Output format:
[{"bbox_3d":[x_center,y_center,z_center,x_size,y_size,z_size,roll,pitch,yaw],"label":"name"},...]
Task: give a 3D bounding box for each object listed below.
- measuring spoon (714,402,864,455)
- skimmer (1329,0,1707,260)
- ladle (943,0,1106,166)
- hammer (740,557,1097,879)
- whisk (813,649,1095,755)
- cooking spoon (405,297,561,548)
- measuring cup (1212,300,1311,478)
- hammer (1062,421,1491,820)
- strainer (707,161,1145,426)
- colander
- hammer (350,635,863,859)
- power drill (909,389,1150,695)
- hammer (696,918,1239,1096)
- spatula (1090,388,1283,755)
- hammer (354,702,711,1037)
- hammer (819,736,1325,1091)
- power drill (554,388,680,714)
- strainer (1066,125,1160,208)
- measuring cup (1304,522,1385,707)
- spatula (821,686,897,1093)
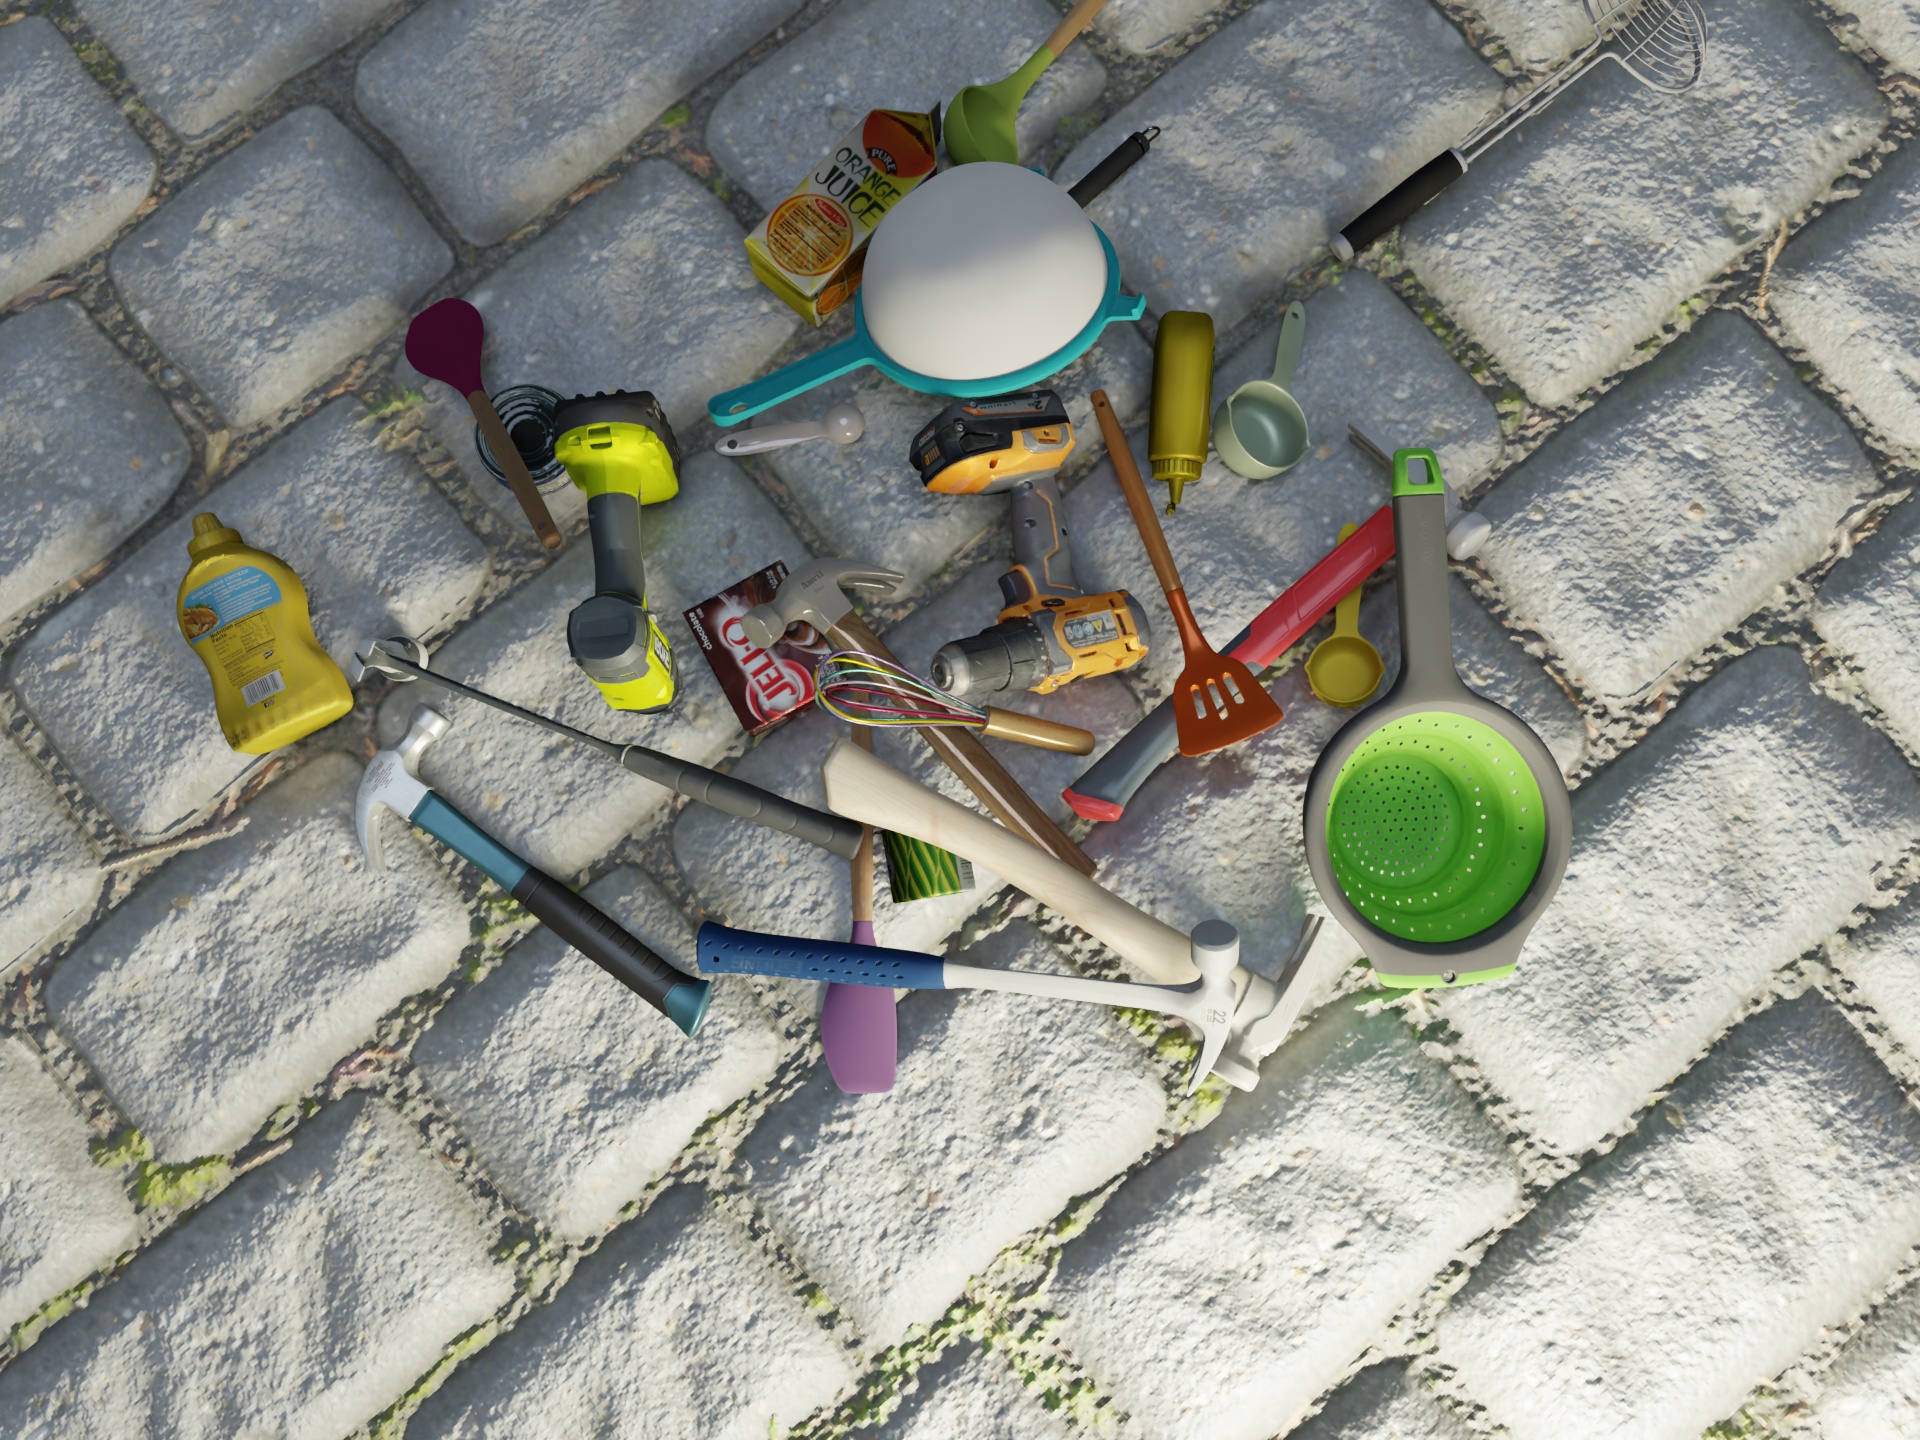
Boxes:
[{"bbox_3d":[-0.139,-0.234,1.291,0.124,0.018,0.034,-11,83,-1],"label":"measuring spoon"},{"bbox_3d":[0.458,-0.494,1.321,0.363,0.090,0.127,-37,87,6],"label":"skimmer"},{"bbox_3d":[0.096,-0.574,1.318,0.320,0.062,0.078,-51,123,-9],"label":"ladle"},{"bbox_3d":[-0.015,0.005,1.236,0.331,0.031,0.130,47,54,-2],"label":"hammer"},{"bbox_3d":[-0.002,-0.002,1.202,0.244,0.047,0.051,13,115,-28],"label":"whisk"},{"bbox_3d":[-0.364,-0.233,1.222,0.069,0.017,0.319,-33,55,-2],"label":"cooking spoon"},{"bbox_3d":[0.250,-0.269,1.290,0.083,0.038,0.168,26,64,-17],"label":"measuring cup"},{"bbox_3d":[0.223,-0.069,1.253,0.386,0.038,0.143,-41,64,-1],"label":"hammer"},{"bbox_3d":[-0.045,-0.326,1.204,0.340,0.095,0.211,-26,57,-5],"label":"strainer"},{"bbox_3d":[0.342,-0.003,1.207,0.204,0.094,0.397,-3,90,-6],"label":"colander"},{"bbox_3d":[-0.266,0.020,1.208,0.409,0.149,0.036,21,90,-2],"label":"hammer"},{"bbox_3d":[0.034,-0.129,1.219,0.185,0.084,0.226,-15,83,-32],"label":"power drill"},{"bbox_3d":[0.000,0.195,1.183,0.405,0.035,0.144,4,122,13],"label":"hammer"},{"bbox_3d":[0.158,-0.124,1.240,0.081,0.041,0.323,-21,72,8],"label":"spatula"},{"bbox_3d":[-0.329,0.132,1.236,0.331,0.033,0.128,36,83,4],"label":"hammer"},{"bbox_3d":[0.083,0.119,1.193,0.410,0.038,0.146,31,82,-10],"label":"hammer"},{"bbox_3d":[-0.254,-0.121,1.211,0.080,0.171,0.223,-6,74,1],"label":"power drill"},{"bbox_3d":[0.075,-0.406,1.303,0.258,0.050,0.087,-44,45,-10],"label":"strainer"},{"bbox_3d":[0.309,-0.083,1.272,0.062,0.029,0.157,2,70,14],"label":"measuring cup"},{"bbox_3d":[-0.079,0.131,1.245,0.060,0.018,0.316,-1,83,6],"label":"spatula"}]
